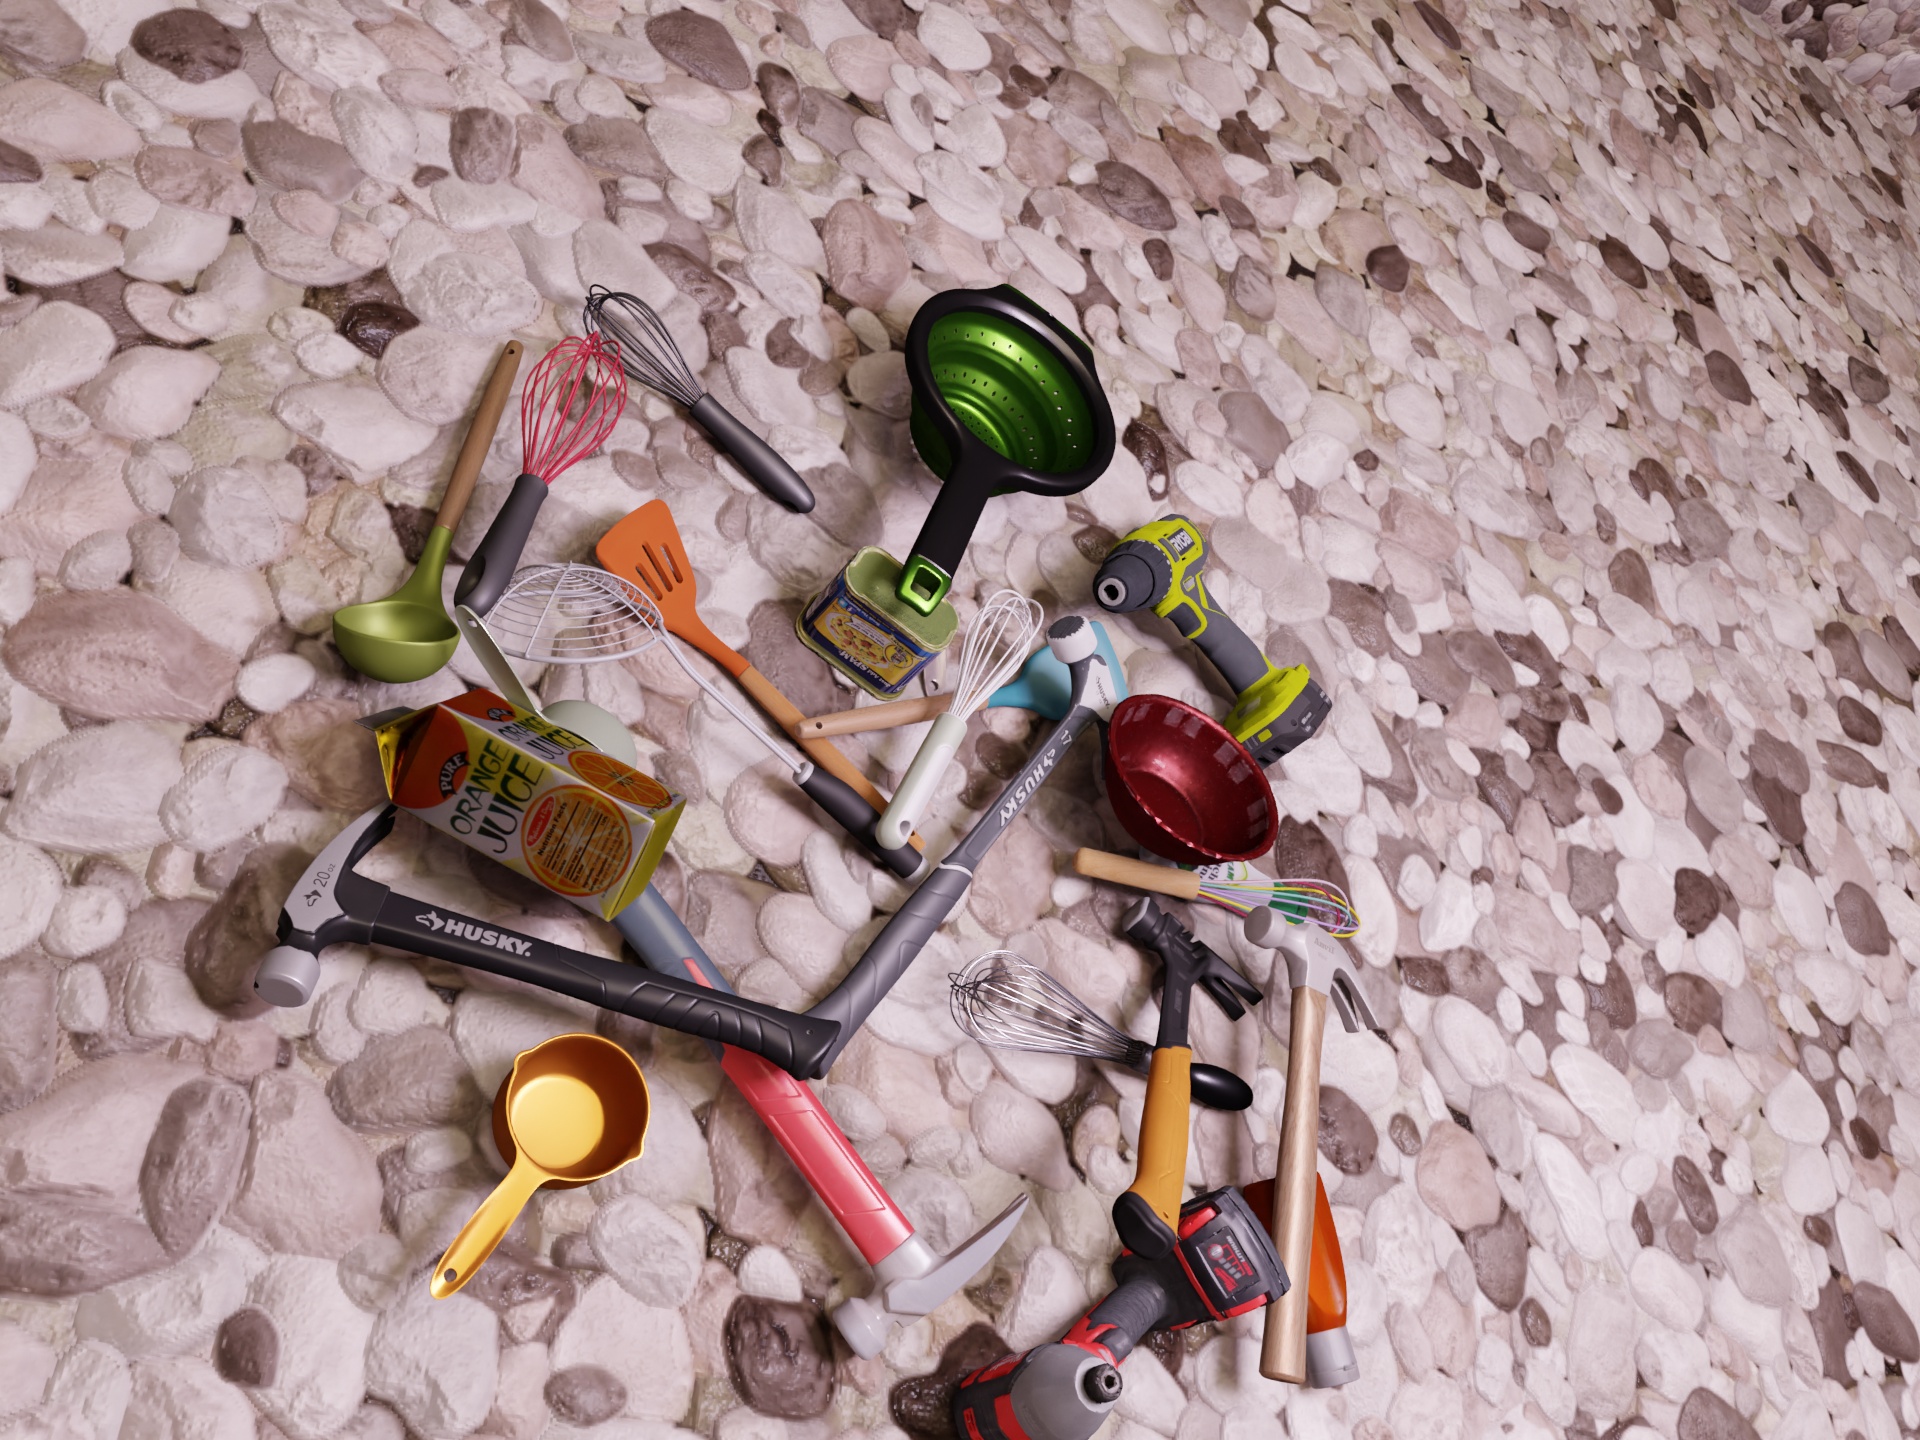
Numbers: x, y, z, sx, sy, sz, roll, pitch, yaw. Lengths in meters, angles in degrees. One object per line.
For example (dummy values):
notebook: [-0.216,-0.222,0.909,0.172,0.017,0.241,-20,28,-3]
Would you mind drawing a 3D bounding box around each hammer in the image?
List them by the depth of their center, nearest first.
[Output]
hammer: [-0.232,0.149,0.963,0.334,0.035,0.146,19,42,-12]
hammer: [-0.122,0.208,1.024,0.143,0.038,0.386,-37,84,-10]
hammer: [0.152,0.254,1.120,0.127,0.034,0.337,40,26,-8]
hammer: [0.008,0.101,1.171,0.409,0.036,0.149,-49,128,-33]
hammer: [0.250,0.311,1.171,0.130,0.031,0.331,27,59,-30]

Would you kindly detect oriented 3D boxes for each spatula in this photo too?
spatula: [-0.138,-0.022,1.162,0.322,0.041,0.081,45,46,-5]
spatula: [0.005,-0.018,1.238,0.317,0.044,0.082,-11,79,-42]

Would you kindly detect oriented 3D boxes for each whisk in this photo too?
whisk: [-0.293,-0.175,1.108,0.073,0.073,0.296,27,46,-18]
whisk: [0.110,0.239,1.174,0.284,0.070,0.070,26,54,-25]
whisk: [-0.002,-0.004,1.187,0.057,0.059,0.246,57,49,-39]
whisk: [-0.202,-0.248,1.239,0.239,0.055,0.055,43,51,-10]
whisk: [0.205,0.135,1.259,0.245,0.051,0.047,14,62,-12]

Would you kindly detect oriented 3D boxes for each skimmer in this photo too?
skimmer: [-0.175,0.016,1.117,0.363,0.090,0.127,43,15,-20]

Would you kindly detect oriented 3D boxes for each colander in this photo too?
colander: [0.002,-0.202,1.295,0.204,0.094,0.397,35,46,-14]

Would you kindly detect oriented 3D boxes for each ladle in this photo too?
ladle: [-0.348,-0.157,1.091,0.078,0.062,0.320,12,55,-6]

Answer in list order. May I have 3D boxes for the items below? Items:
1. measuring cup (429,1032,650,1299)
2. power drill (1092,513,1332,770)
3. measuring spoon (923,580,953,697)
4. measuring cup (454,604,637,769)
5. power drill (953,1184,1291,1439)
measuring cup: [-0.256,0.264,0.930,0.095,0.052,0.174,41,53,-8]
power drill: [0.207,-0.066,1.355,0.228,0.080,0.190,52,29,1]
measuring spoon: [-0.024,-0.071,1.281,0.034,0.018,0.124,11,67,-28]
measuring cup: [-0.268,-0.014,1.025,0.167,0.083,0.038,62,35,-28]
power drill: [0.108,0.396,1.034,0.219,0.143,0.078,-22,76,-41]
